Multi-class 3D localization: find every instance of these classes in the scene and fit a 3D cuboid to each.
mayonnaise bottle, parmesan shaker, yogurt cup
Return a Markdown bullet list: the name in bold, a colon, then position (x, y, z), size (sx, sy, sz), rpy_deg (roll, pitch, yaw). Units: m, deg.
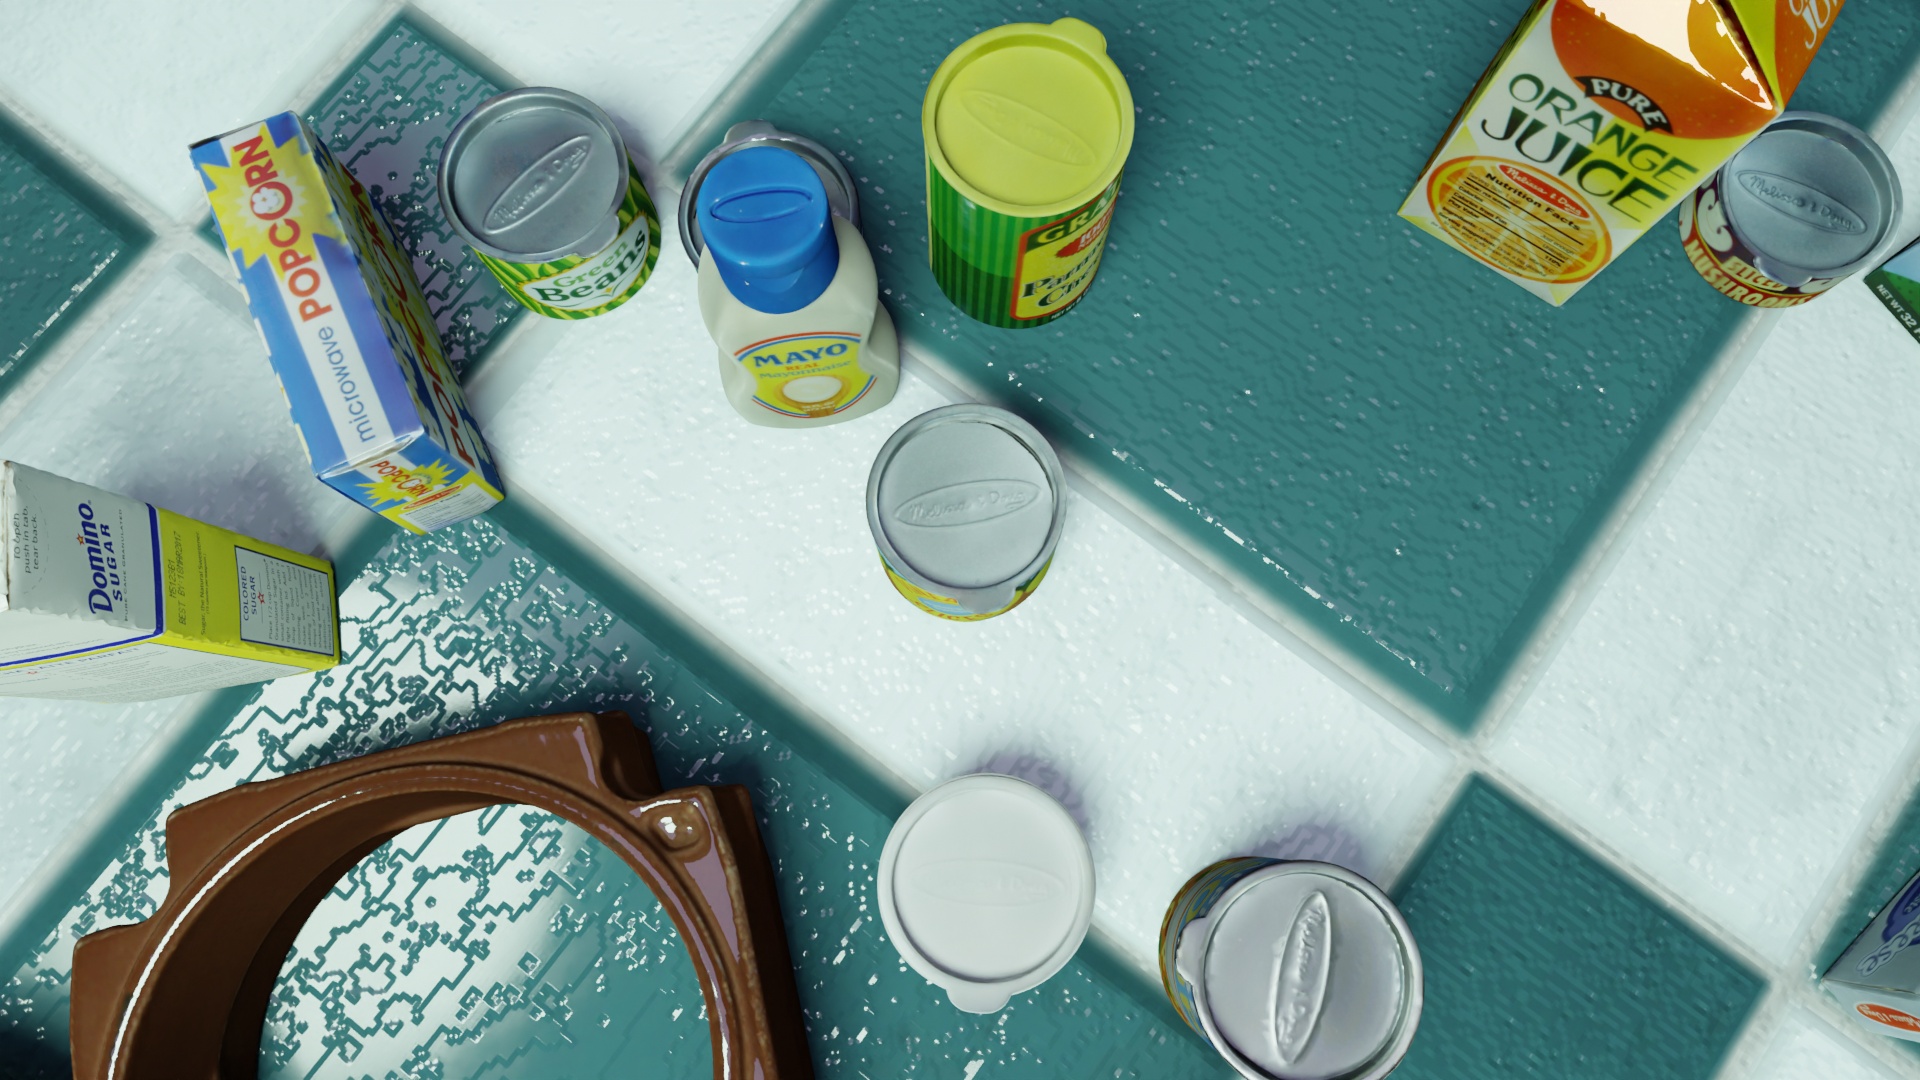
- **mayonnaise bottle**: position (-0.054, -0.076, 0.448), size (0.065, 0.148, 0.041), rpy_deg (-9, 78, -2)
- **parmesan shaker**: position (0.023, -0.123, 0.482), size (0.071, 0.103, 0.071), rpy_deg (0, 78, 0)
- **yogurt cup**: position (0.008, 0.112, 0.455), size (0.072, 0.054, 0.072), rpy_deg (0, 78, 0)

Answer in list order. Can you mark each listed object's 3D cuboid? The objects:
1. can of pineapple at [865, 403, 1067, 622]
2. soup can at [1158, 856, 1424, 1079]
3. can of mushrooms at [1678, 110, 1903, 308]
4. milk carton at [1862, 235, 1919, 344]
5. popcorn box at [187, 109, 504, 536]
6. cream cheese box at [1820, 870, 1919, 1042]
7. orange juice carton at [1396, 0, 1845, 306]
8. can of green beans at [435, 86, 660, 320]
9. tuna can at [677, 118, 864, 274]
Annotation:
- **can of pineapple**: position (0.002, -0.006, 0.479), size (0.071, 0.057, 0.071), rpy_deg (0, 78, 0)
- **soup can**: position (0.097, 0.132, 0.435), size (0.071, 0.083, 0.071), rpy_deg (0, 78, 0)
- **can of mushrooms**: position (0.306, -0.120, 0.517), size (0.071, 0.033, 0.071), rpy_deg (0, 78, 0)
- **milk carton**: position (0.391, -0.110, 0.434), size (0.073, 0.190, 0.072), rpy_deg (-35, 80, -7)
- **popcorn box**: position (-0.208, -0.071, 0.479), size (0.038, 0.085, 0.127), rpy_deg (-25, 79, -5)
- **cream cheese box**: position (0.336, 0.119, 0.453), size (0.104, 0.053, 0.024), rpy_deg (-41, 81, -8)
- **orange juice carton**: position (0.215, -0.154, 0.443), size (0.073, 0.192, 0.072), rpy_deg (32, 80, 7)
- **can of green beans**: position (-0.147, -0.120, 0.504), size (0.071, 0.057, 0.071), rpy_deg (0, 78, 0)
- **tuna can**: position (-0.070, -0.117, 0.516), size (0.071, 0.032, 0.071), rpy_deg (0, 78, 0)
